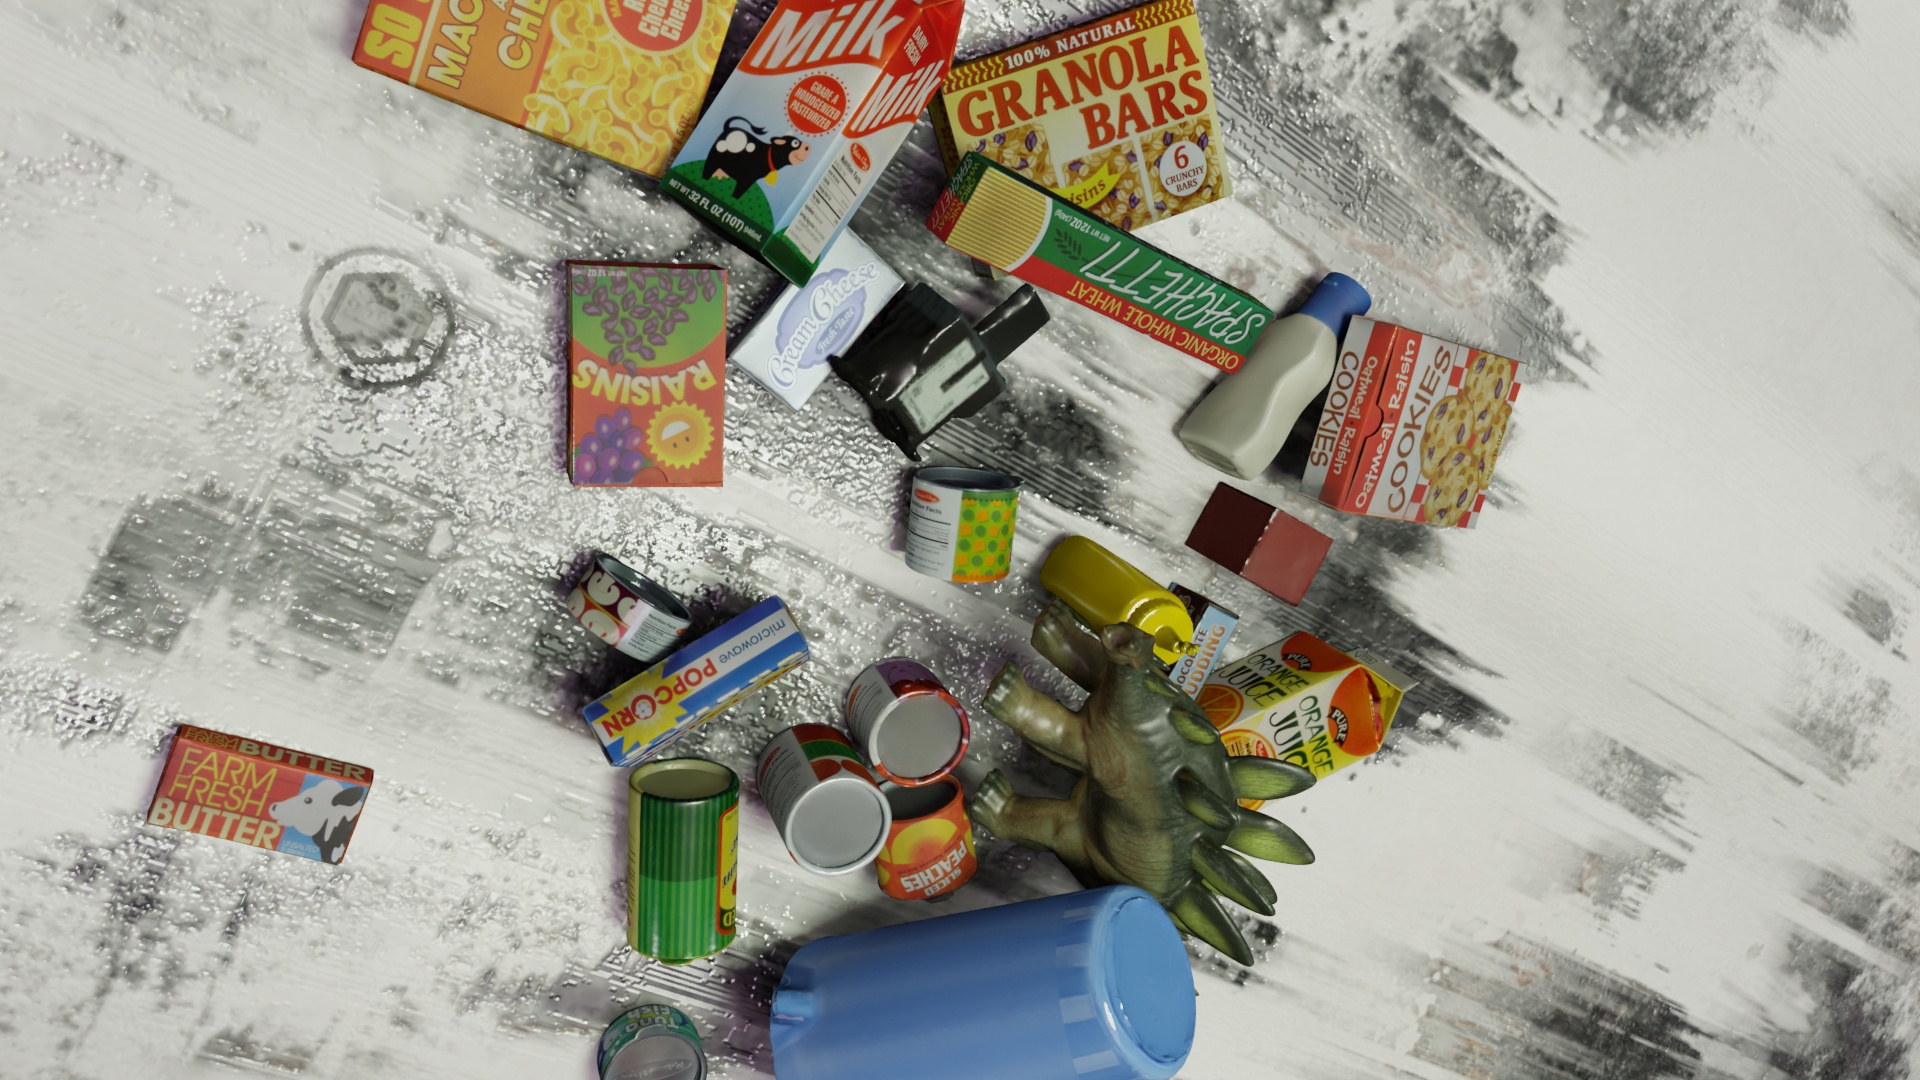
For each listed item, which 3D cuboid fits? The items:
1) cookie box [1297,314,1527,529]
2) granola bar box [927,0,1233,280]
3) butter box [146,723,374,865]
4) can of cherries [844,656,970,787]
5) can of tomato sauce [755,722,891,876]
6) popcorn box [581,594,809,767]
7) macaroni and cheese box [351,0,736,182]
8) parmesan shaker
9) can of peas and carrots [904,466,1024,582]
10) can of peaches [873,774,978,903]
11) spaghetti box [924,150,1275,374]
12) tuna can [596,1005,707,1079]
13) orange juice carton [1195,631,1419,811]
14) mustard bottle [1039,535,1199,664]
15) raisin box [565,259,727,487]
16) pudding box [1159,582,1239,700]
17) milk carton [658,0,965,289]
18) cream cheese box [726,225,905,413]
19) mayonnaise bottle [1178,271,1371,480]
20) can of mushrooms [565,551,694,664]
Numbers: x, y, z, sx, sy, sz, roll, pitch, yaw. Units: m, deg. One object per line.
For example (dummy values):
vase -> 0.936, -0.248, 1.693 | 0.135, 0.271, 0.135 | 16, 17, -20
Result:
cookie box -> 0.308, -0.076, 0.935 | 0.168, 0.040, 0.122 | 5, 104, -41
granola bar box -> 0.072, -0.241, 0.830 | 0.166, 0.039, 0.123 | -22, 112, -14
butter box -> -0.385, 0.140, 0.766 | 0.103, 0.024, 0.053 | 21, 97, -24
can of cherries -> -0.031, 0.114, 0.874 | 0.071, 0.058, 0.071 | -5, 106, -19
can of tomato sauce -> -0.083, 0.158, 0.853 | 0.071, 0.083, 0.071 | -5, 106, -19
popcorn box -> -0.149, 0.083, 0.804 | 0.127, 0.085, 0.038 | -31, 85, -10
macaroni and cheese box -> -0.209, -0.272, 0.715 | 0.166, 0.040, 0.123 | 17, 97, -24
parmesan shaker -> -0.167, 0.192, 0.836 | 0.071, 0.071, 0.102 | -1, 104, -20
can of peas and carrots -> 0.003, -0.011, 0.851 | 0.071, 0.071, 0.058 | 1, 104, -21
can of peaches -> -0.025, 0.189, 0.890 | 0.071, 0.071, 0.058 | -15, 108, -16
spaghetti box -> 0.092, -0.160, 0.829 | 0.250, 0.029, 0.050 | 16, 115, -37
tuna can -> -0.197, 0.330, 0.883 | 0.071, 0.033, 0.071 | -6, 106, -19
orange juice carton -> 0.219, 0.125, 0.965 | 0.193, 0.072, 0.072 | -23, 111, -13
mustard bottle -> 0.102, 0.042, 0.850 | 0.065, 0.160, 0.049 | 39, 90, -24
raisin box -> -0.176, -0.093, 0.776 | 0.086, 0.040, 0.123 | -2, 105, -21
pudding box -> 0.146, 0.075, 0.936 | 0.030, 0.050, 0.083 | 27, 94, -26
milk carton -> -0.070, -0.240, 0.745 | 0.072, 0.073, 0.190 | 35, 91, 13
cream cheese box -> -0.085, -0.130, 0.808 | 0.053, 0.024, 0.104 | 40, 88, -24
mayonnaise bottle -> 0.210, -0.109, 0.907 | 0.148, 0.065, 0.041 | -50, 128, -7
can of mushrooms -> -0.190, 0.038, 0.792 | 0.071, 0.071, 0.033 | 34, 92, -25
